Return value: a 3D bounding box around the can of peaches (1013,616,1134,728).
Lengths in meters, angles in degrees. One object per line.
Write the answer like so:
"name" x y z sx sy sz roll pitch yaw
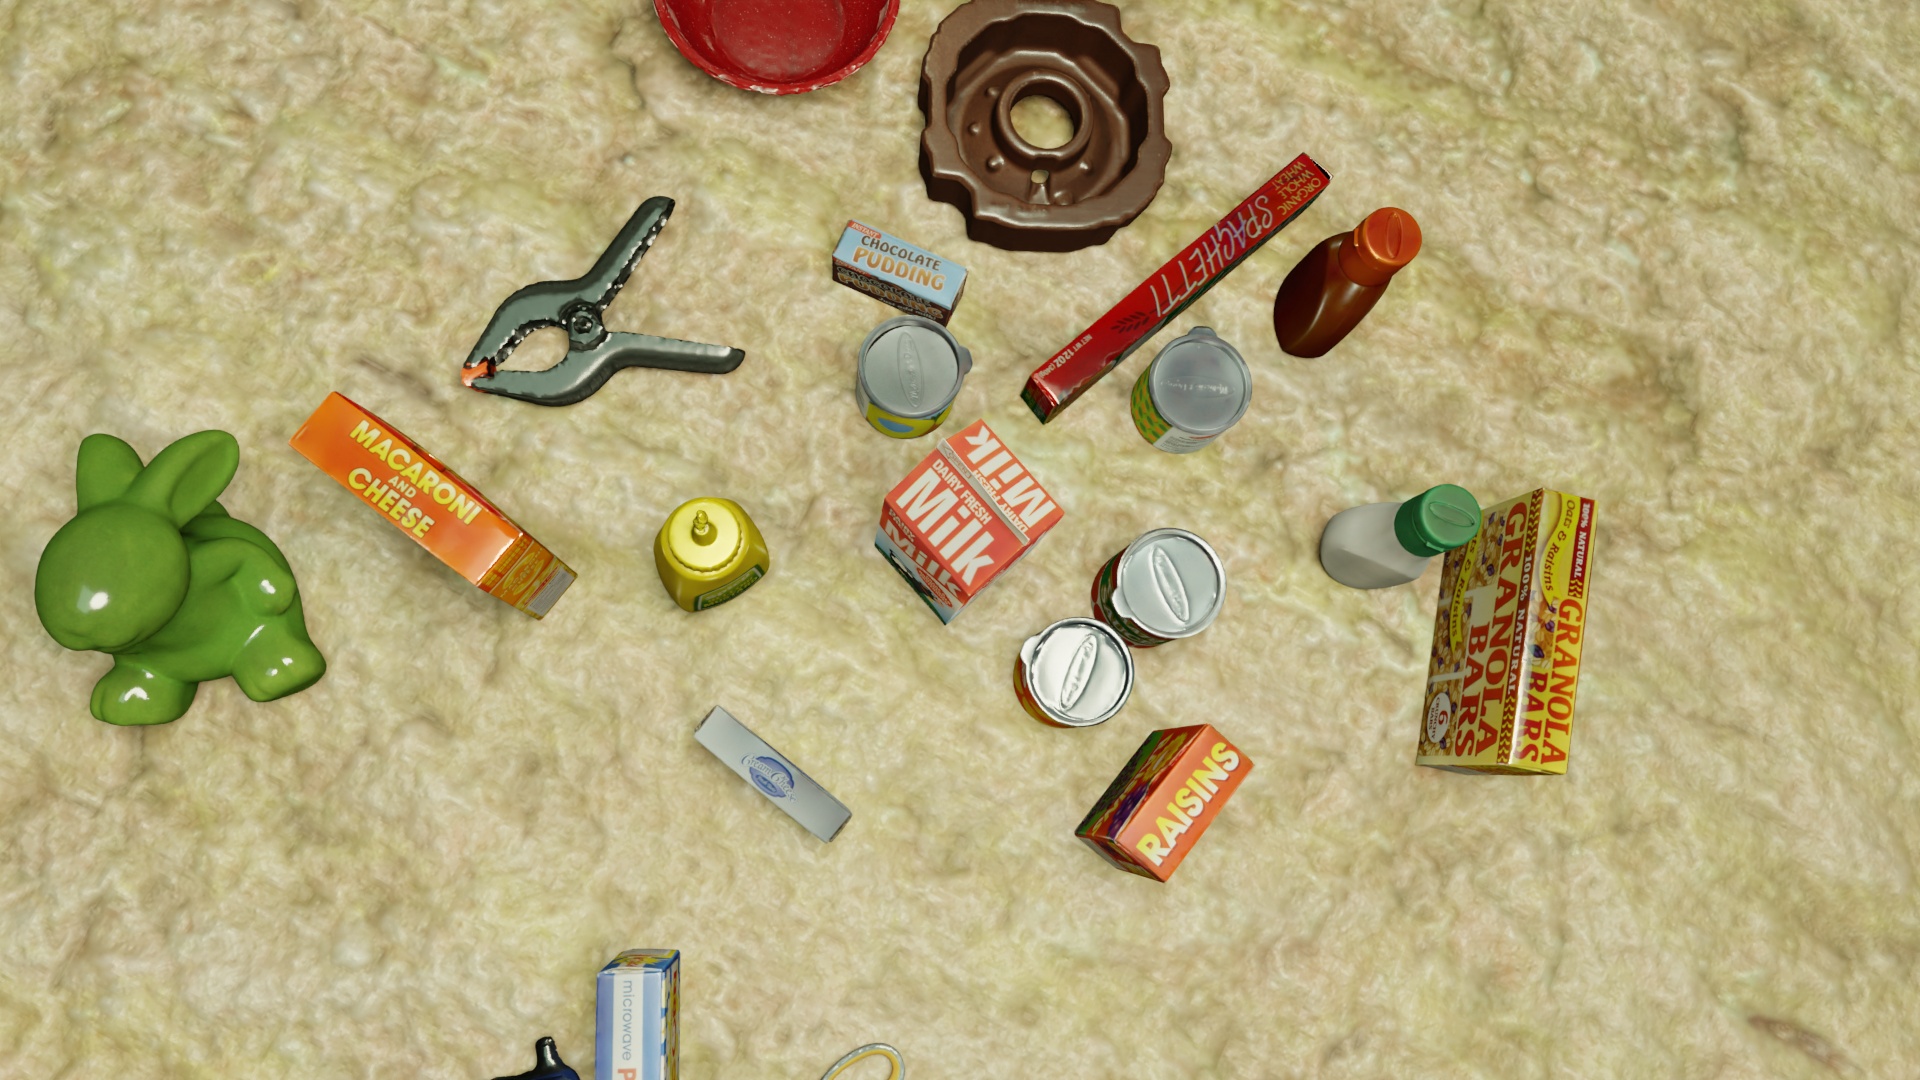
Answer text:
"can of peaches" 0.066 0.082 0.857 0.071 0.058 0.071 1 80 -6

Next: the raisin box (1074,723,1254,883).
"raisin box" 0.117 0.152 0.817 0.040 0.123 0.086 41 79 1

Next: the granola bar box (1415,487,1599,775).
"granola bar box" 0.336 0.061 0.857 0.039 0.124 0.166 13 79 -4

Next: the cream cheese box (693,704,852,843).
"cream cheese box" -0.112 0.140 0.829 0.104 0.053 0.024 39 79 1

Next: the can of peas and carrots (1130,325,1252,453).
"can of peas and carrots" 0.147 -0.096 0.897 0.071 0.058 0.071 1 80 -6

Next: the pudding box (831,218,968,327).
"pudding box" -0.039 -0.171 0.894 0.084 0.049 0.030 24 79 -2

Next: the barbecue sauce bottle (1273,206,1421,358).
"barbecue sauce bottle" 0.241 -0.164 0.874 0.044 0.148 0.065 7 80 -5

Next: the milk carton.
"milk carton" 0.003 -0.010 0.799 0.073 0.190 0.072 -40 87 -11

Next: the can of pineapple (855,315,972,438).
"can of pineapple" -0.031 -0.102 0.879 0.071 0.057 0.071 1 80 -6

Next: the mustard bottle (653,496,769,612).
"mustard bottle" -0.145 0.005 0.795 0.065 0.160 0.049 -30 85 -10

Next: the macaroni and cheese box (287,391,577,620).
"macaroni and cheese box" -0.288 -0.015 0.779 0.124 0.166 0.040 37 79 1

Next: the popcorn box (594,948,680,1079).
"popcorn box" -0.180 0.299 0.778 0.038 0.085 0.127 0 80 -6

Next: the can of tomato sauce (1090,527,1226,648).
"can of tomato sauce" 0.119 0.033 0.859 0.071 0.083 0.071 1 80 -6

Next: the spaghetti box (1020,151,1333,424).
"spaghetti box" 0.142 -0.167 0.914 0.250 0.050 0.028 -40 87 -11

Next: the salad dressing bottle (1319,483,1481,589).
"salad dressing bottle" 0.268 -0.002 0.849 0.064 0.147 0.044 22 79 -2
